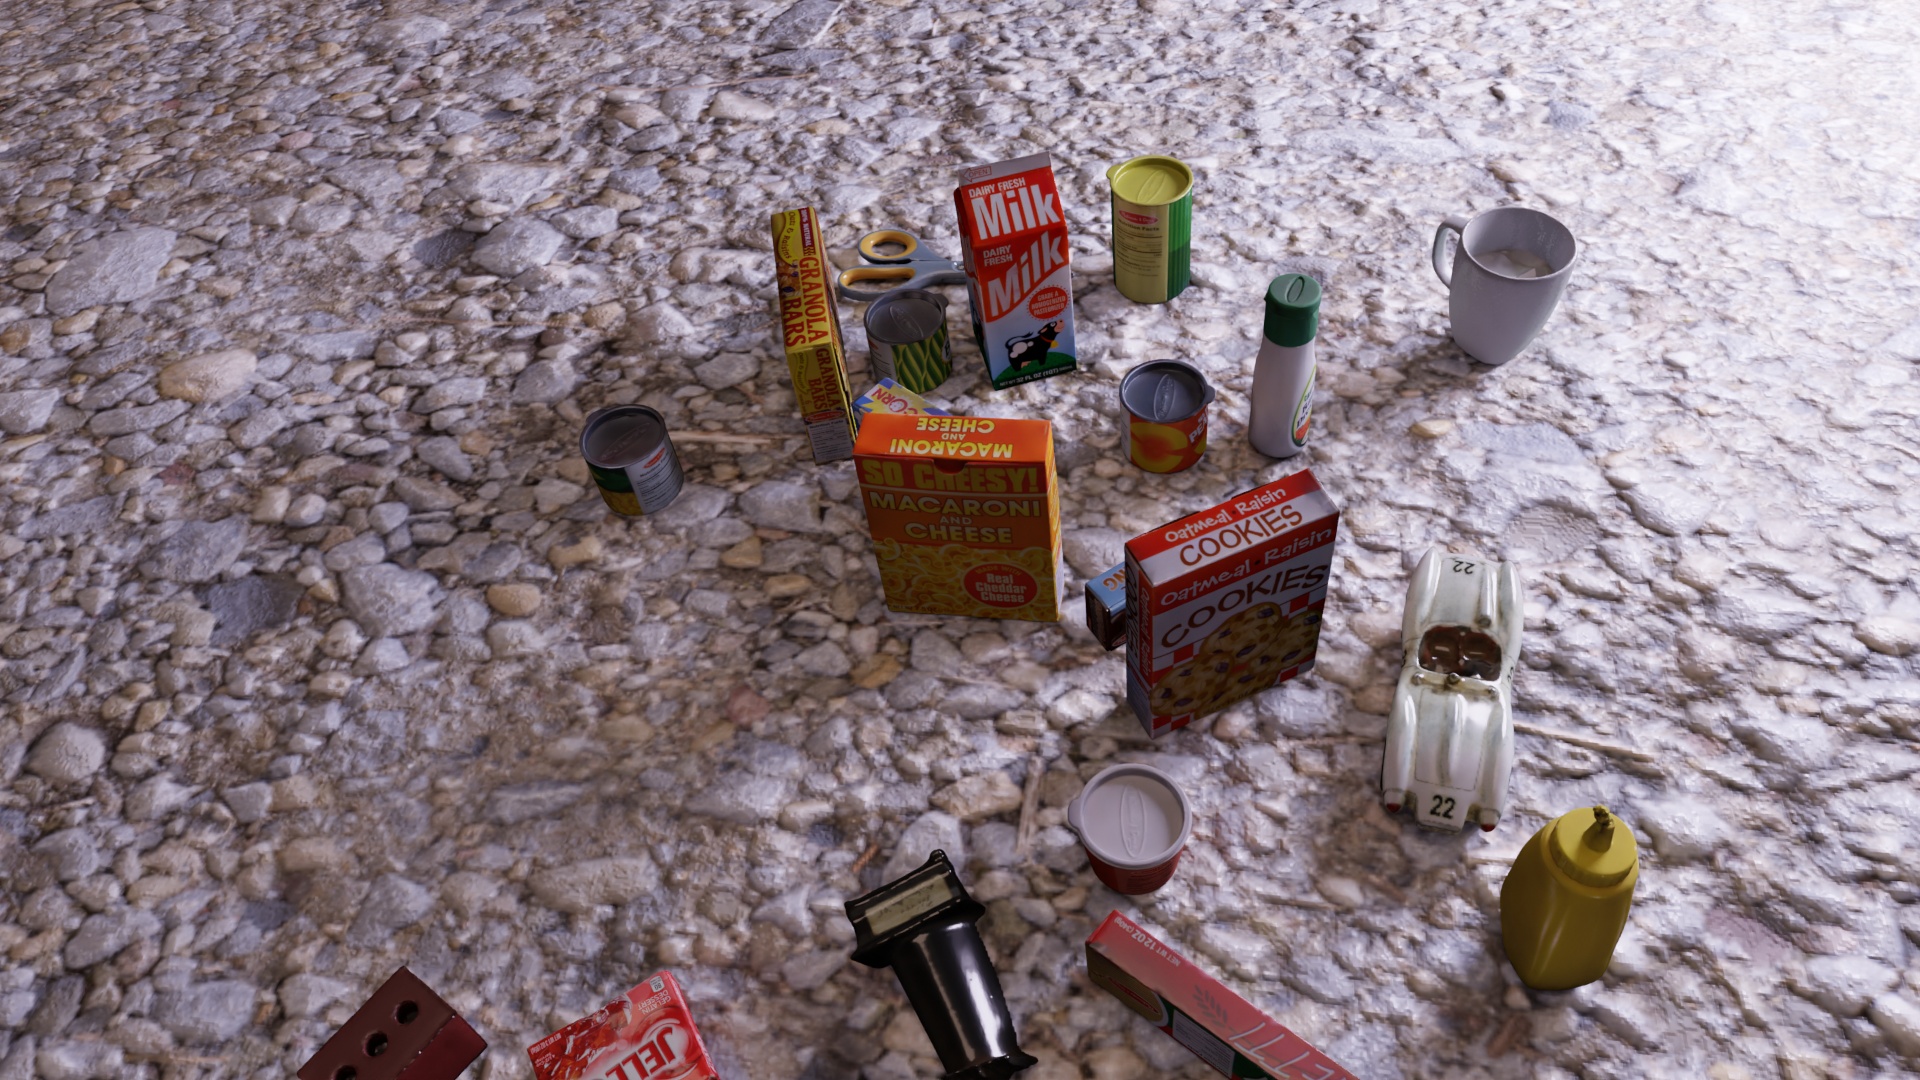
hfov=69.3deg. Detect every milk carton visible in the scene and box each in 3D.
[{"bbox_3d":[0.042,-0.213,1.068,0.072,0.189,0.074,-14,51,-4],"label":"milk carton"}]

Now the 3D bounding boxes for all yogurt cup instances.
[{"bbox_3d":[0.103,0.175,0.829,0.072,0.053,0.073,-4,51,5],"label":"yogurt cup"}]

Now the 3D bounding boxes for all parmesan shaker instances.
[{"bbox_3d":[0.155,-0.256,1.146,0.071,0.102,0.072,-4,51,5],"label":"parmesan shaker"}]

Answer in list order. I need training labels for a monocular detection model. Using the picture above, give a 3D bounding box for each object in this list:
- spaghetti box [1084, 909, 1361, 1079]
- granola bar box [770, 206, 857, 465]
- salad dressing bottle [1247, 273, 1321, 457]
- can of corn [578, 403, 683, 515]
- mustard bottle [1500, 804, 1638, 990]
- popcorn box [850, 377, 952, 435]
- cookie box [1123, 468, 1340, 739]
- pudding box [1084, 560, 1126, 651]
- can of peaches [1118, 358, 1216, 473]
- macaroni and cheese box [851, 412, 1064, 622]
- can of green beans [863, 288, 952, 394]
[{"bbox_3d":[0.174,0.284,0.733,0.250,0.050,0.029,30,60,28],"label":"spaghetti box"},{"bbox_3d":[-0.113,-0.161,1.089,0.039,0.123,0.166,-11,50,-1],"label":"granola bar box"},{"bbox_3d":[0.234,-0.124,0.998,0.044,0.147,0.064,16,55,20],"label":"salad dressing bottle"},{"bbox_3d":[-0.253,-0.063,1.068,0.071,0.058,0.071,-4,51,5],"label":"can of corn"},{"bbox_3d":[0.322,0.181,0.727,0.049,0.159,0.065,-6,50,3],"label":"mustard bottle"},{"bbox_3d":[-0.018,-0.054,1.013,0.127,0.084,0.038,33,62,29],"label":"popcorn box"},{"bbox_3d":[0.163,0.042,0.858,0.123,0.166,0.040,-22,52,-10],"label":"cookie box"},{"bbox_3d":[0.126,0.034,0.945,0.084,0.049,0.030,-29,53,-16],"label":"pudding box"},{"bbox_3d":[0.155,-0.092,1.040,0.071,0.057,0.071,-4,51,5],"label":"can of peaches"},{"bbox_3d":[0.003,-0.012,0.923,0.124,0.165,0.040,3,52,10],"label":"macaroni and cheese box"},{"bbox_3d":[-0.041,-0.160,1.121,0.071,0.057,0.071,-4,51,5],"label":"can of green beans"}]
